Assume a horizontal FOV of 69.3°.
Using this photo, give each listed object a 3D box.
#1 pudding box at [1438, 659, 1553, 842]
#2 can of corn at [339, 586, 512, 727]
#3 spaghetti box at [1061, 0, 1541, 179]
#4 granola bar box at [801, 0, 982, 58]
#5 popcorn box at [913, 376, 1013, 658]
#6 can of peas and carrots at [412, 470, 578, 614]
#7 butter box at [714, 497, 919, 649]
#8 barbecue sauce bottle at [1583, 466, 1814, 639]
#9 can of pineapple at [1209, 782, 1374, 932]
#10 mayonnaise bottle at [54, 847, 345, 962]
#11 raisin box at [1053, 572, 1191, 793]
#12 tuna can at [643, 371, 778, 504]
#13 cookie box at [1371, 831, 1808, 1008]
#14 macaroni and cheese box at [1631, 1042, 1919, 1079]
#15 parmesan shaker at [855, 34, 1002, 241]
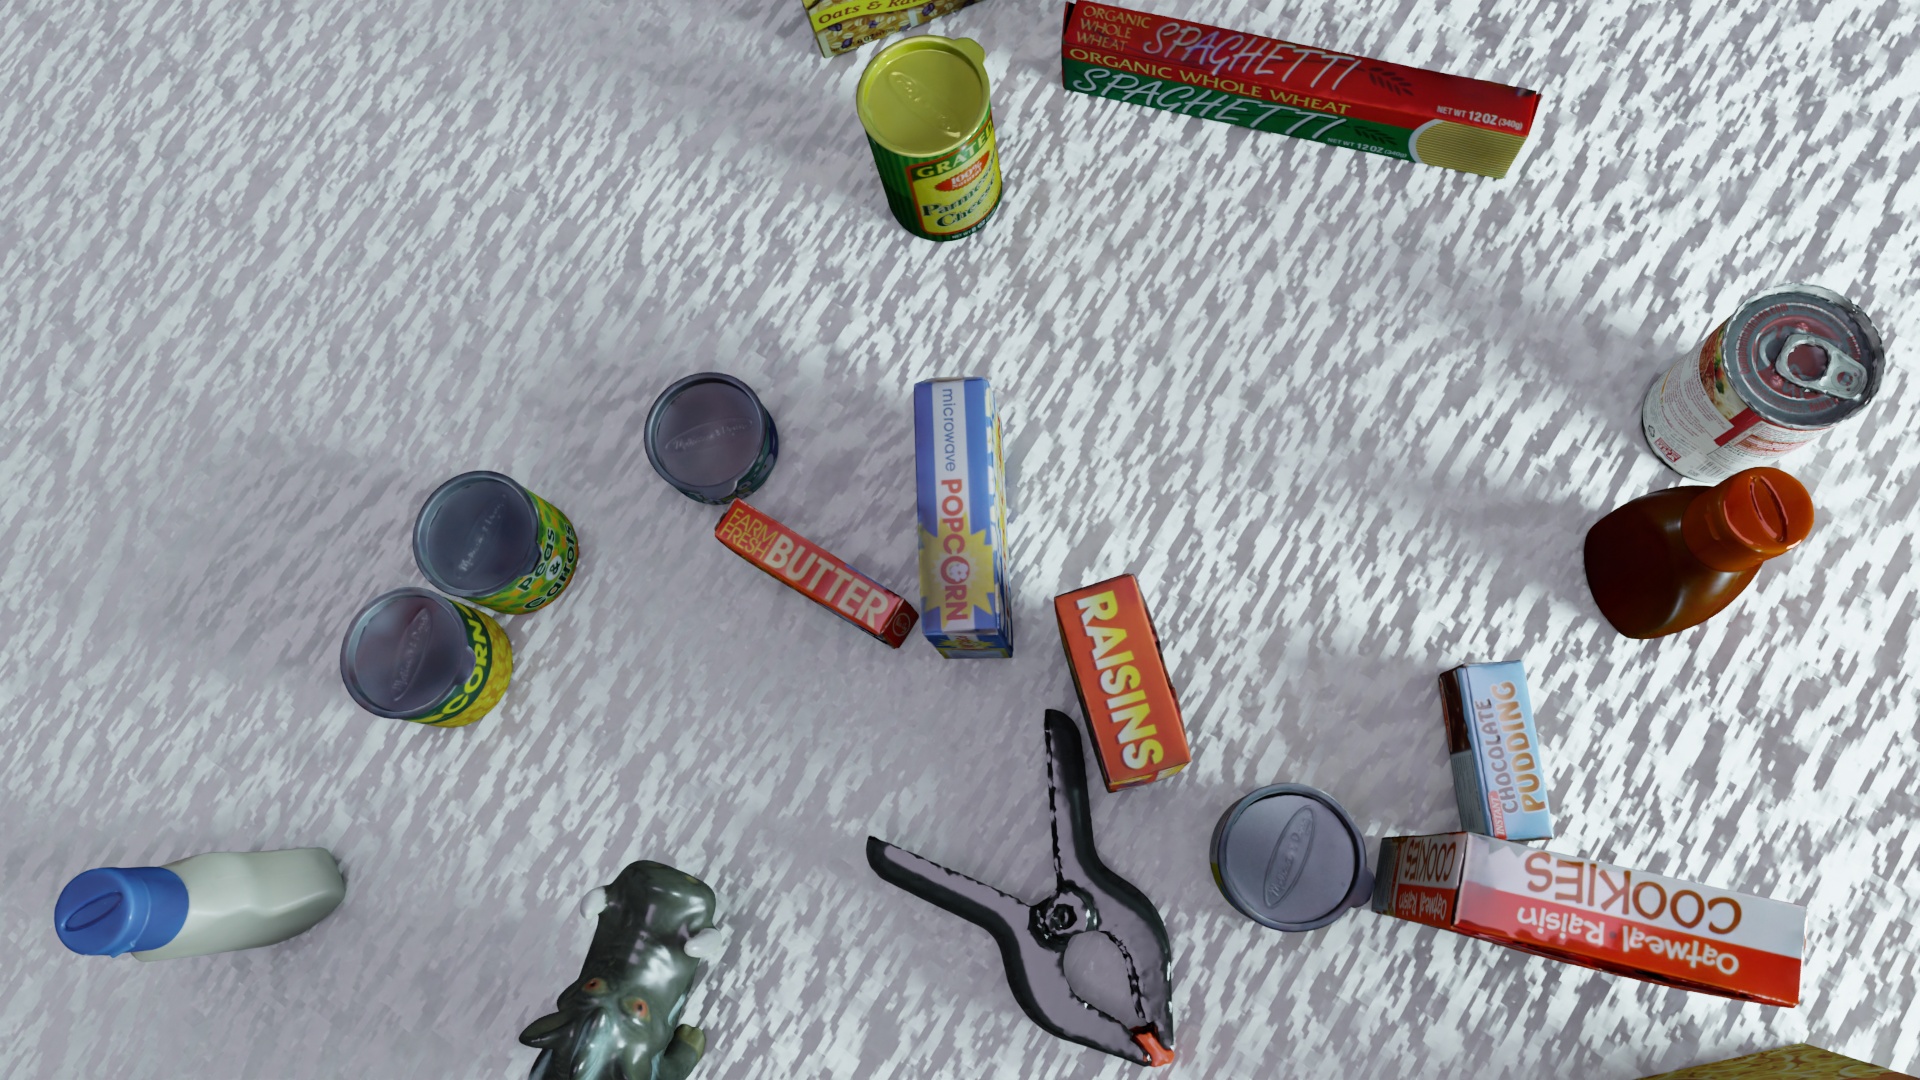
[{"bbox_3d":[0.252,0.100,0.657,0.030,0.049,0.084,-6,77,5],"label":"pudding box"},{"bbox_3d":[-0.271,0.062,0.715,0.071,0.058,0.071,-1,77,6],"label":"can of corn"},{"bbox_3d":[0.175,-0.242,0.744,0.250,0.050,0.029,15,79,9],"label":"spaghetti box"},{"bbox_3d":[-0.014,-0.334,0.747,0.165,0.124,0.039,-20,76,1],"label":"granola bar box"},{"bbox_3d":[0.002,-0.009,0.690,0.038,0.085,0.127,-4,77,5],"label":"popcorn box"},{"bbox_3d":[-0.239,0.003,0.725,0.071,0.058,0.071,-1,77,6],"label":"can of peas and carrots"},{"bbox_3d":[-0.073,0.018,0.708,0.103,0.053,0.024,30,82,12],"label":"butter box"},{"bbox_3d":[0.326,0.004,0.621,0.044,0.148,0.065,-15,76,3],"label":"barbecue sauce bottle"},{"bbox_3d":[0.153,0.150,0.651,0.071,0.057,0.071,-1,77,6],"label":"can of pineapple"},{"bbox_3d":[-0.355,0.170,0.652,0.065,0.148,0.041,-29,76,-1],"label":"mayonnaise bottle"},{"bbox_3d":[0.075,0.070,0.644,0.040,0.123,0.086,-16,76,2],"label":"raisin box"},{"bbox_3d":[-0.131,-0.051,0.740,0.071,0.032,0.071,-1,77,6],"label":"tuna can"},{"bbox_3d":[0.251,0.156,0.583,0.123,0.167,0.040,11,79,8],"label":"cookie box"},{"bbox_3d":[0.322,0.244,0.556,0.124,0.166,0.040,-14,76,3],"label":"macaroni and cheese box"},{"bbox_3d":[-0.011,-0.209,0.729,0.071,0.103,0.071,-1,77,6],"label":"parmesan shaker"}]
